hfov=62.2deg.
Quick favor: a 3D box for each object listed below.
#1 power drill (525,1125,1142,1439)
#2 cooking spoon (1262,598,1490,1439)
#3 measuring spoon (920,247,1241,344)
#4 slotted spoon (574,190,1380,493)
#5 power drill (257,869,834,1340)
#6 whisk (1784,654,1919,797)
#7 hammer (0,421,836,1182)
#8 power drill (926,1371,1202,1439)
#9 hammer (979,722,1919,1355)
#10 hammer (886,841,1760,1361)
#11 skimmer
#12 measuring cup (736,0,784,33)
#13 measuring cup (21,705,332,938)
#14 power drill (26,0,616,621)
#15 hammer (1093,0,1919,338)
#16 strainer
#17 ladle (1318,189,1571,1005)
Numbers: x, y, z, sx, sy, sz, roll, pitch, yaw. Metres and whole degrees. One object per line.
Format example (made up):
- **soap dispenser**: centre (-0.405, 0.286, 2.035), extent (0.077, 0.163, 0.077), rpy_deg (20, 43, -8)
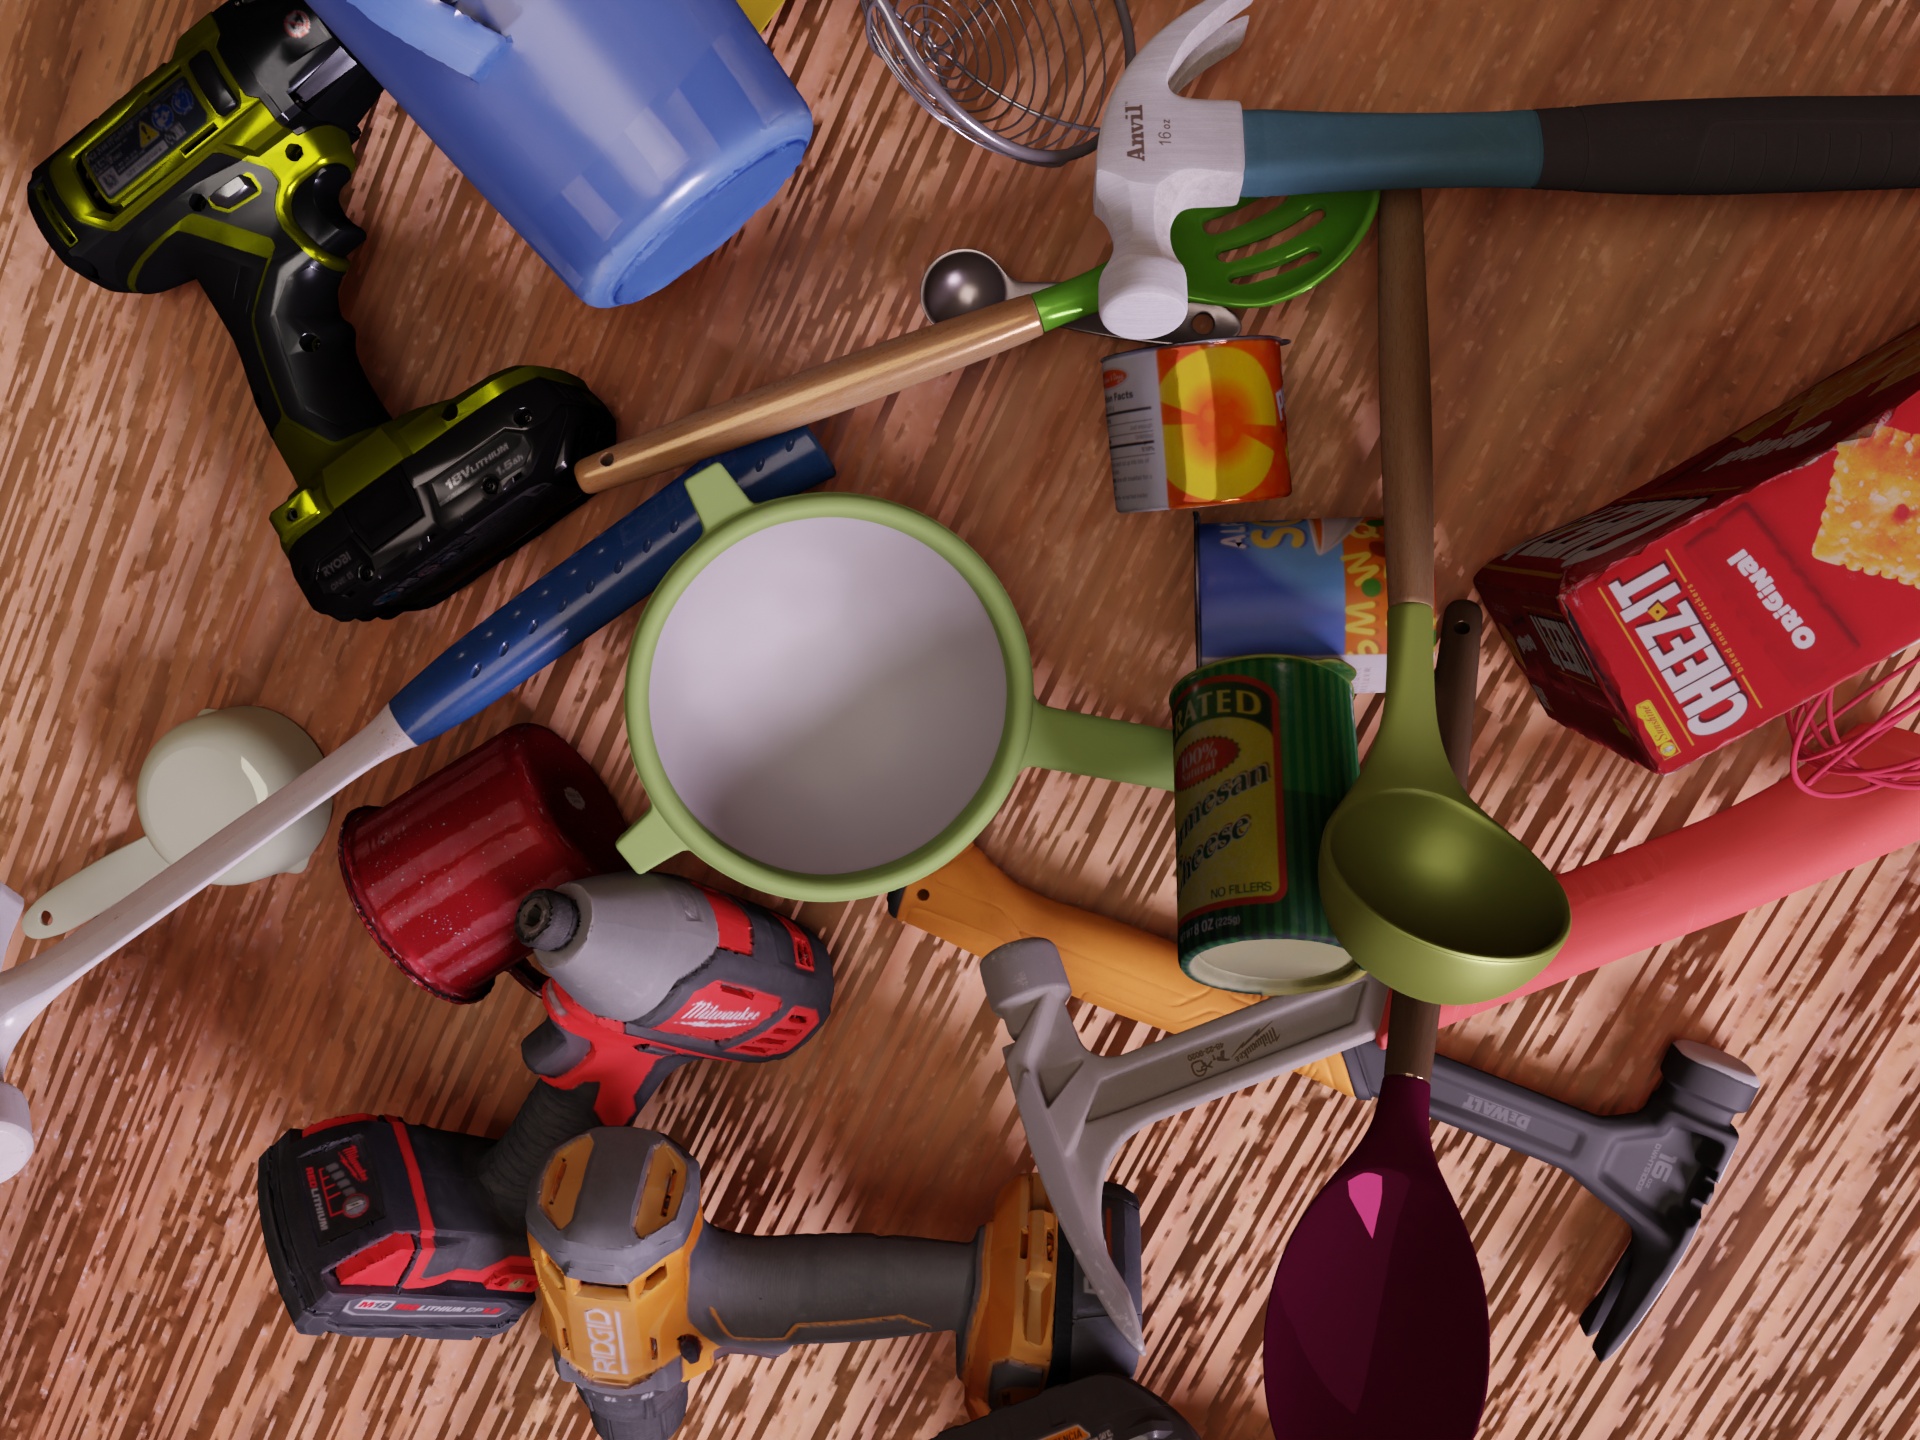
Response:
- **power drill**: centre (-0.052, 0.243, 0.628), extent (0.226, 0.084, 0.185), rpy_deg (6, 131, 0)
- **cooking spoon**: centre (0.156, 0.098, 0.544), extent (0.069, 0.017, 0.319), rpy_deg (5, 65, 21)
- **measuring spoon**: centre (0.046, -0.158, 0.615), extent (0.124, 0.018, 0.034), rpy_deg (7, 90, 1)
- **slotted spoon**: centre (0.003, -0.144, 0.592), extent (0.314, 0.031, 0.070), rpy_deg (-20, 69, 3)
- **power drill**: centre (-0.166, 0.145, 0.623), extent (0.219, 0.143, 0.079), rpy_deg (-44, 52, 12)
- **whisk**: centre (0.402, -0.066, 0.538), extent (0.296, 0.073, 0.073), rpy_deg (-35, 92, 0)
- **hammer**: centre (-0.226, 0.003, 0.614), extent (0.405, 0.035, 0.144), rpy_deg (-36, 48, -4)
- **power drill**: centre (0.049, 0.331, 0.596), extent (0.190, 0.080, 0.228), rpy_deg (-26, 137, 11)
- **hammer**: centre (0.194, 0.093, 0.570), extent (0.359, 0.036, 0.149), rpy_deg (-21, 62, 0)
- **hammer**: centre (0.127, 0.130, 0.630), extent (0.337, 0.034, 0.127), rpy_deg (22, 99, 5)
- **skimmer**: centre (0.088, -0.362, 0.539), extent (0.127, 0.090, 0.363), rpy_deg (30, 100, -30)
- **measuring cup**: centre (-0.074, -0.275, 0.614), extent (0.156, 0.029, 0.062), rpy_deg (-39, 90, 23)
- **measuring cup**: centre (-0.352, 0.056, 0.689), extent (0.167, 0.038, 0.083), rpy_deg (-30, 92, 9)
- **power drill**: centre (-0.241, -0.167, 0.625), extent (0.171, 0.080, 0.223), rpy_deg (-32, 89, 12)
- **hammer**: centre (0.211, -0.196, 0.548), extent (0.331, 0.033, 0.128), rpy_deg (-1, 72, 0)
- **strainer**: centre (-0.001, -0.002, 0.620), extent (0.256, 0.069, 0.151), rpy_deg (10, 95, -13)
- **ladle**: centre (0.155, -0.066, 0.528), extent (0.078, 0.062, 0.320), rpy_deg (7, 72, -10)
